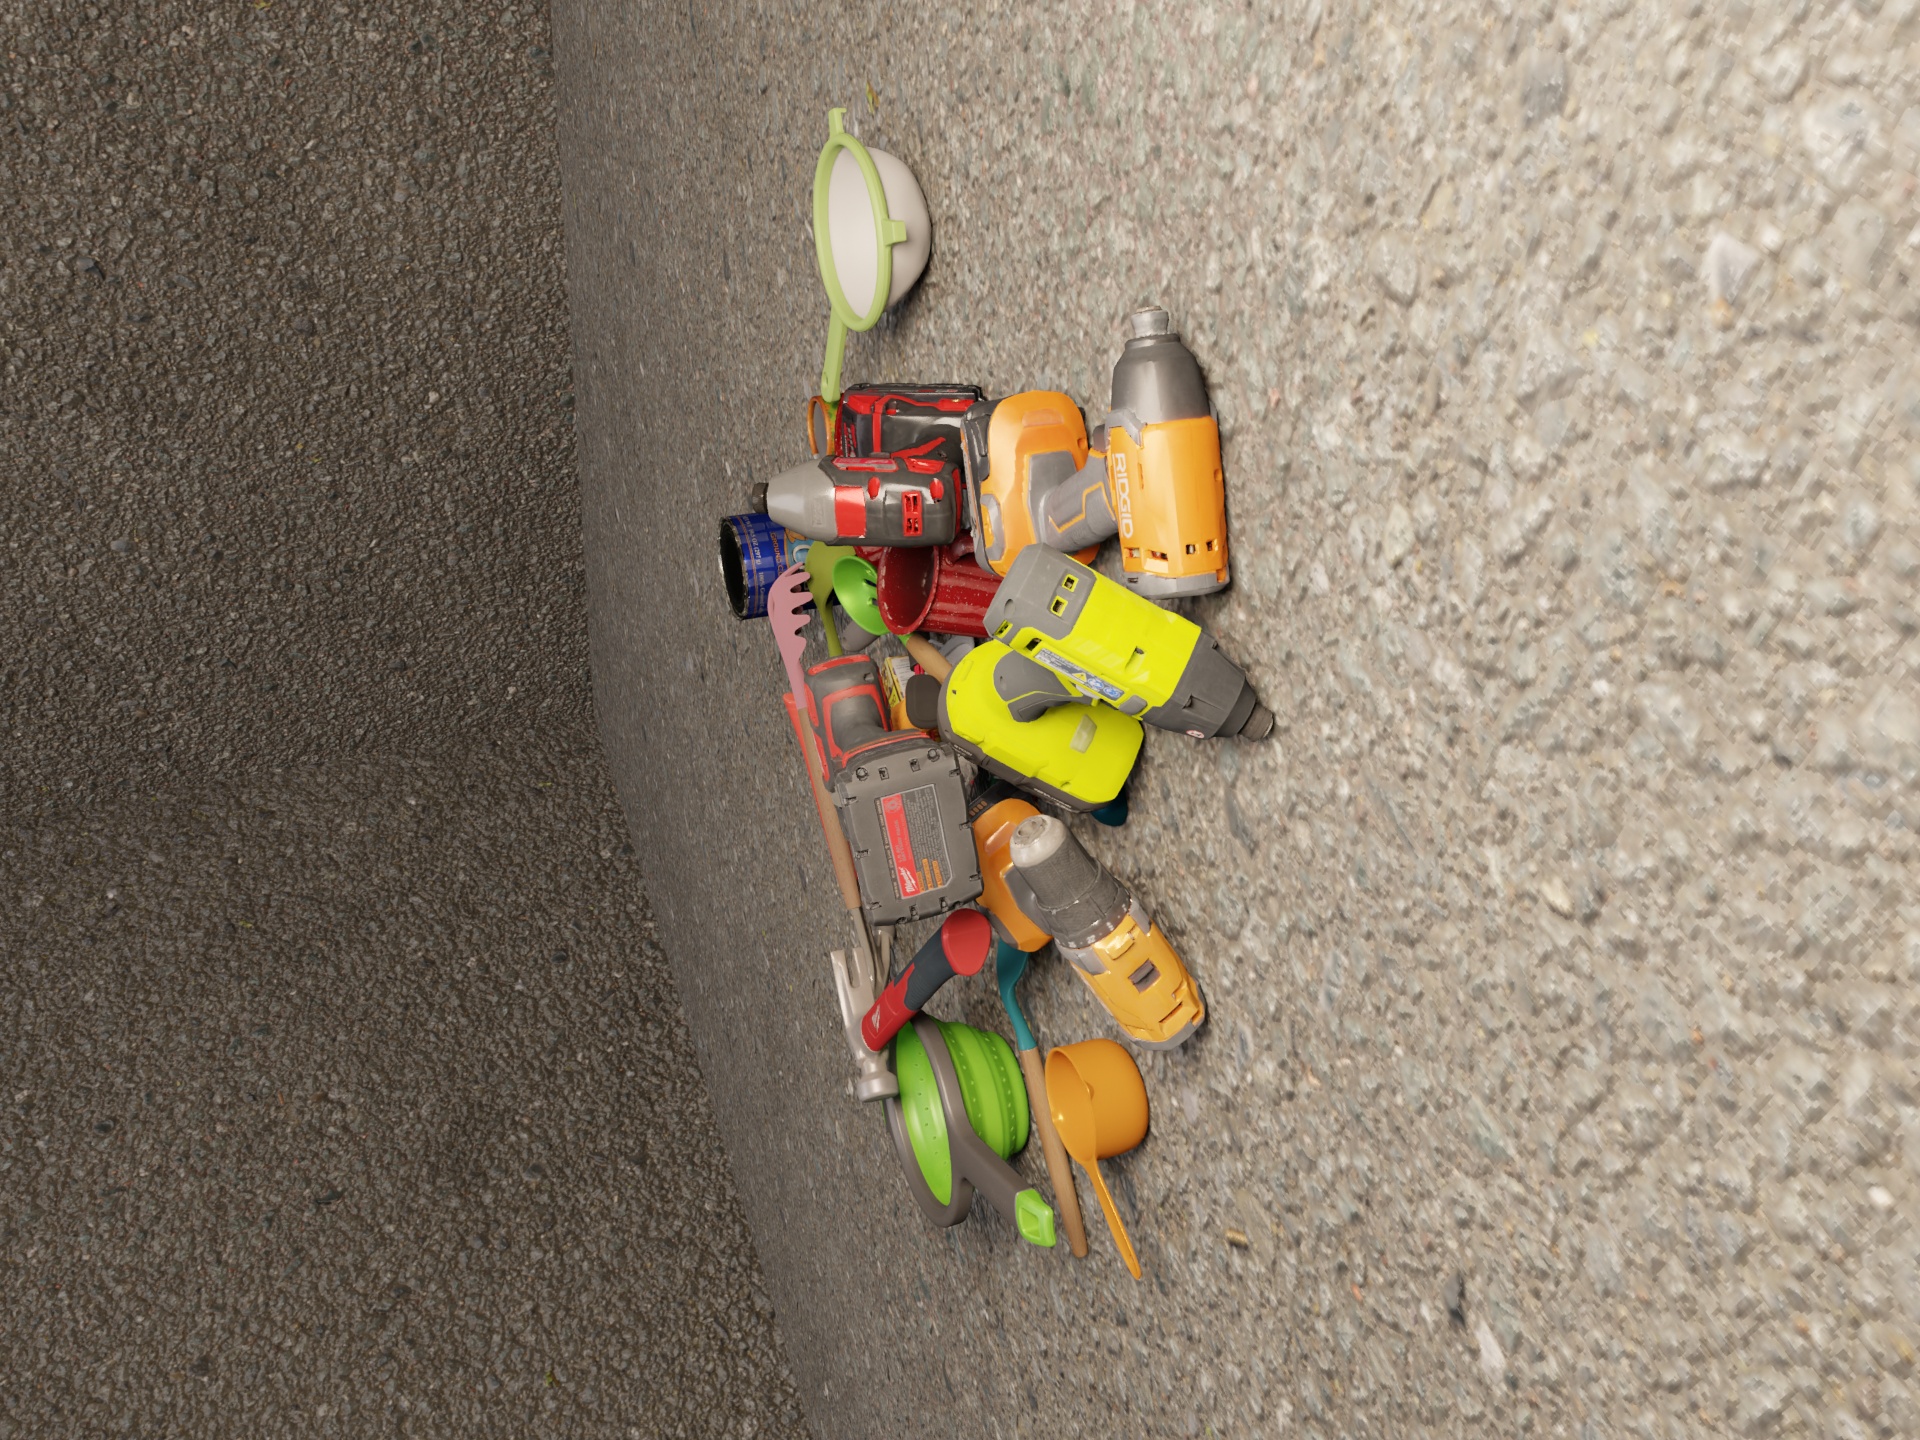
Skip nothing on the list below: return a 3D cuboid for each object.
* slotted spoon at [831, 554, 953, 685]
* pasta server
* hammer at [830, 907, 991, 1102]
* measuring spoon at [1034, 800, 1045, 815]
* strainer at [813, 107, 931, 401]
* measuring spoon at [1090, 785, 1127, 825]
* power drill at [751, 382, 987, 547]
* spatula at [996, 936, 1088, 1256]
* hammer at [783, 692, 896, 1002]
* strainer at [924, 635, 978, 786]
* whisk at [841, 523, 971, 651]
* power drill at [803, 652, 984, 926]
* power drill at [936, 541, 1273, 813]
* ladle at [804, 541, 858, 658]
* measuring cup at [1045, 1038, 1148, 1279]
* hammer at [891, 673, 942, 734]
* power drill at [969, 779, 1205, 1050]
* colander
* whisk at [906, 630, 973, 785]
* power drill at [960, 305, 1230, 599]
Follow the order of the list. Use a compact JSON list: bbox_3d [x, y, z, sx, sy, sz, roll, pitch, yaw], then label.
[{"bbox_3d":[-0.024,-0.047,1.242,0.314,0.031,0.070,48,149,47],"label":"slotted spoon"},{"bbox_3d":[-0.126,0.014,1.436,0.060,0.040,0.316,149,107,-74],"label":"pasta server"},{"bbox_3d":[-0.046,0.209,1.309,0.386,0.038,0.143,122,137,-62],"label":"hammer"},{"bbox_3d":[0.053,0.057,1.195,0.117,0.011,0.021,53,161,-15],"label":"measuring spoon"},{"bbox_3d":[-0.071,-0.361,1.310,0.256,0.069,0.152,108,144,-55],"label":"strainer"},{"bbox_3d":[0.084,0.053,1.163,0.129,0.021,0.042,-171,72,-68],"label":"measuring spoon"},{"bbox_3d":[-0.056,-0.180,1.142,0.220,0.143,0.078,-67,-23,-63],"label":"power drill"},{"bbox_3d":[0.073,0.294,1.326,0.082,0.044,0.317,-179,75,-70],"label":"spatula"},{"bbox_3d":[-0.120,0.130,1.578,0.149,0.037,0.358,-80,-18,-57],"label":"hammer"},{"bbox_3d":[-0.002,-0.004,1.265,0.087,0.050,0.259,-55,16,18],"label":"strainer"},{"bbox_3d":[-0.052,-0.111,1.357,0.239,0.055,0.055,-38,64,56],"label":"whisk"},{"bbox_3d":[-0.053,0.066,1.120,0.227,0.080,0.187,-131,29,-68],"label":"power drill"},{"bbox_3d":[0.079,-0.015,0.973,0.080,0.171,0.223,-63,6,-19],"label":"power drill"},{"bbox_3d":[-0.100,-0.028,1.509,0.078,0.062,0.320,-69,-25,-67],"label":"ladle"},{"bbox_3d":[0.118,0.318,1.170,0.095,0.052,0.174,115,138,-59],"label":"measuring cup"},{"bbox_3d":[-0.059,0.017,1.317,0.337,0.034,0.127,149,121,-76],"label":"hammer"},{"bbox_3d":[0.060,0.113,1.088,0.185,0.084,0.226,53,172,-26],"label":"power drill"},{"bbox_3d":[0.029,0.351,1.361,0.397,0.094,0.204,-166,68,-69],"label":"colander"},{"bbox_3d":[-0.030,-0.030,1.393,0.073,0.073,0.296,120,141,-62],"label":"whisk"},{"bbox_3d":[0.081,-0.161,0.978,0.227,0.084,0.164,15,114,64],"label":"power drill"}]
